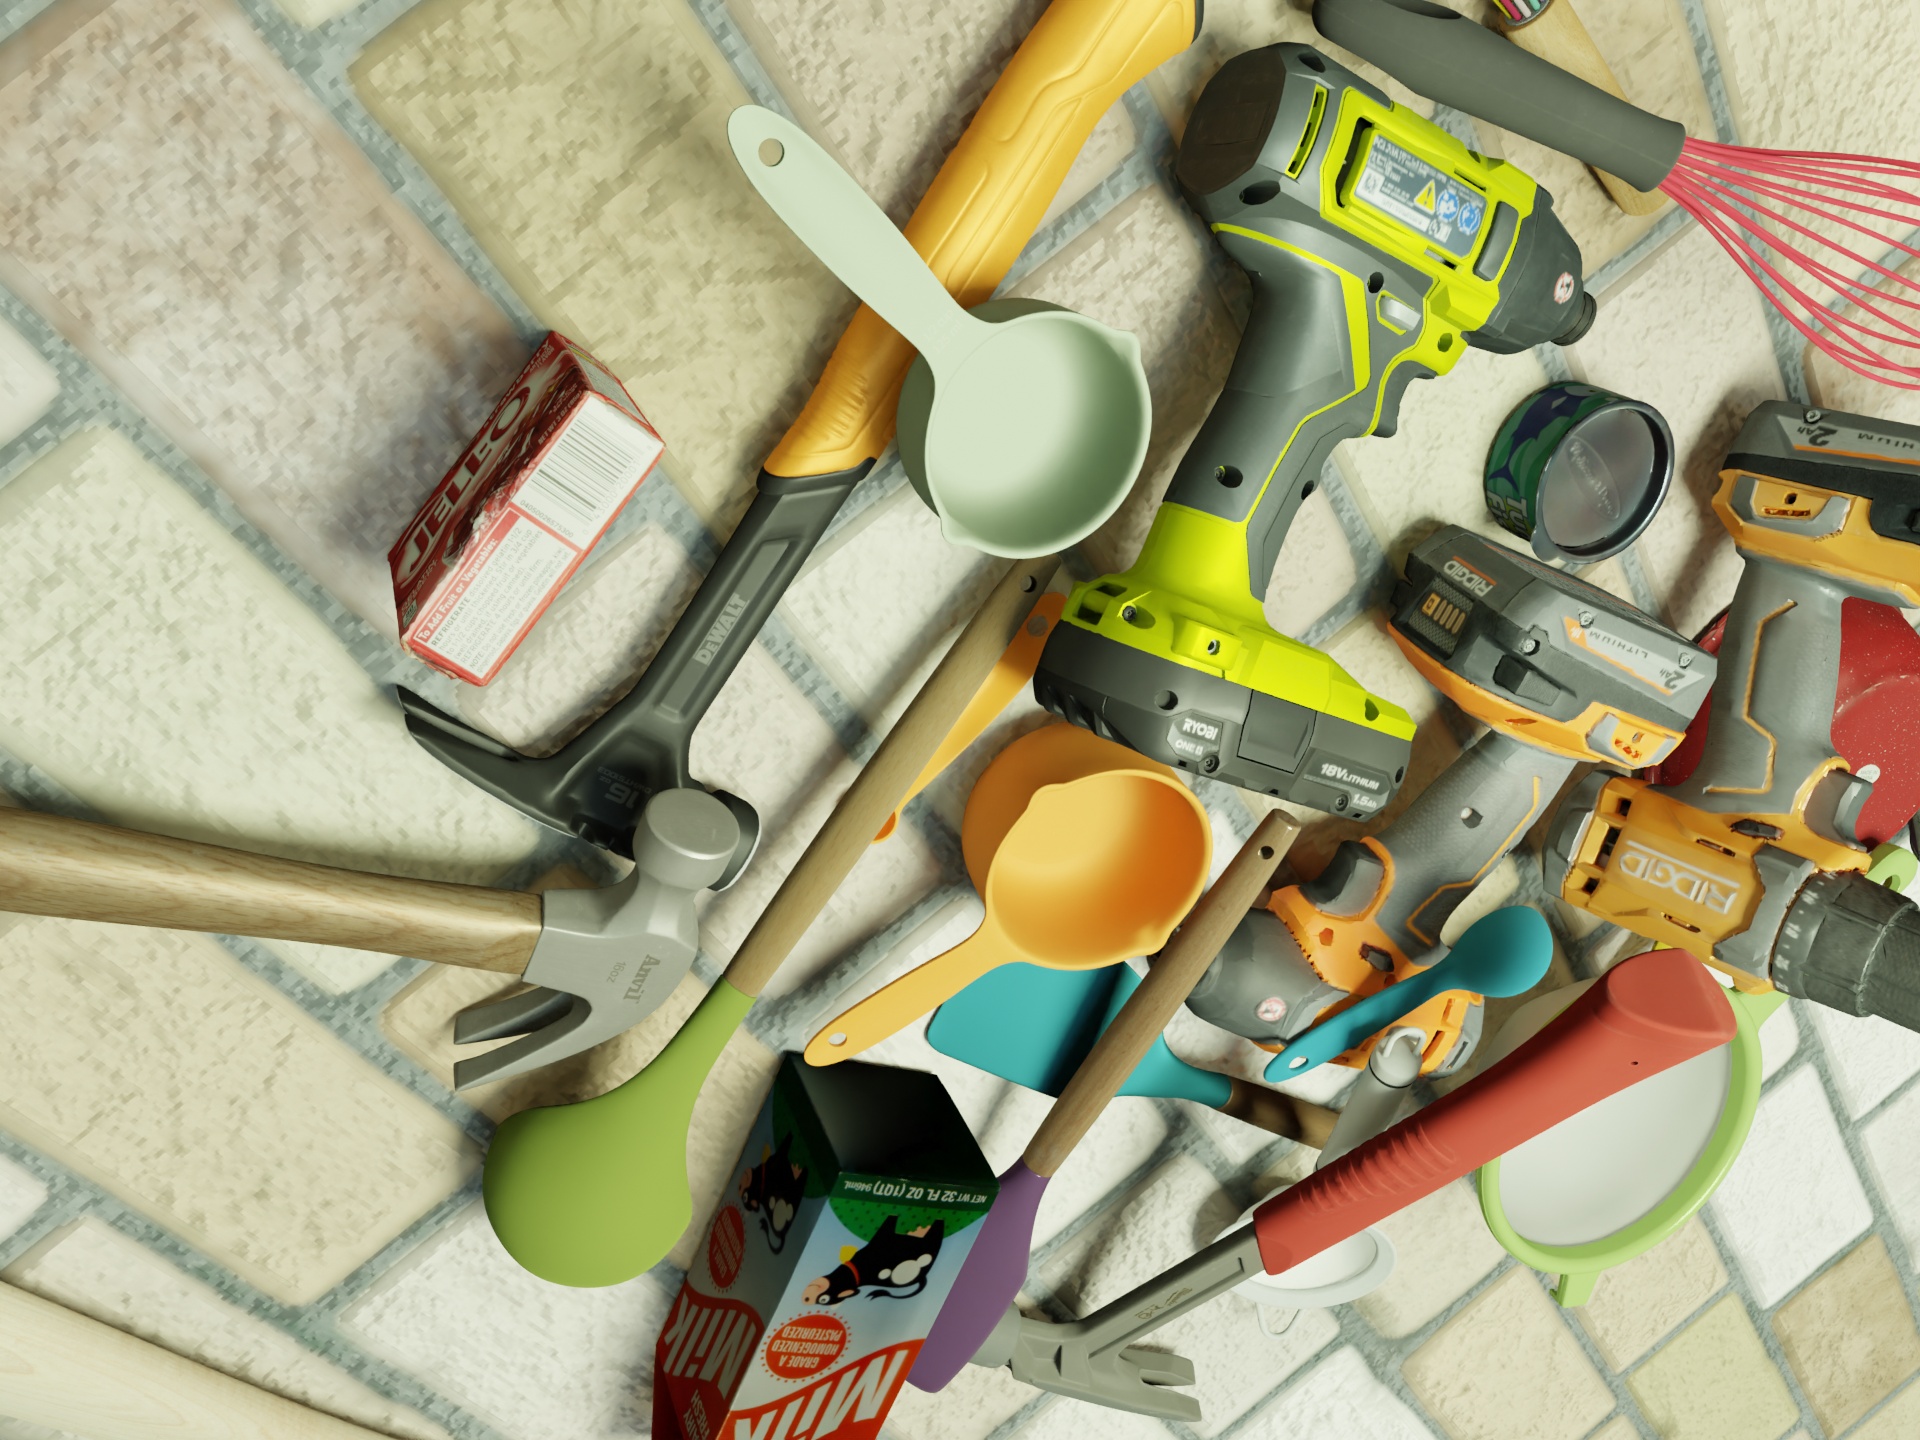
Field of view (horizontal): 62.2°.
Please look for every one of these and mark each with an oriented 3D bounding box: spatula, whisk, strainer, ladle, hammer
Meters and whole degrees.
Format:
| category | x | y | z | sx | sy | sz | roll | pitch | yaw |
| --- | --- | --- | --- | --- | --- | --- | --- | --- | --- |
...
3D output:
| category | x | y | z | sx | sy | sz | roll | pitch | yaw |
| --- | --- | --- | --- | --- | --- | --- | --- | --- | --- |
| spatula | 0.042 | 0.159 | 0.640 | 0.060 | 0.018 | 0.315 | 33 | 112 | 3 |
| whisk | 0.178 | -0.250 | 0.517 | 0.244 | 0.051 | 0.047 | 34 | 92 | -36 |
| spatula | 0.126 | 0.164 | 0.713 | 0.317 | 0.044 | 0.082 | 28 | 101 | -37 |
| strainer | 0.164 | 0.201 | 0.699 | 0.087 | 0.050 | 0.258 | 6 | 139 | 0 |
| ladle | -0.064 | 0.069 | 0.568 | 0.078 | 0.062 | 0.320 | 35 | 93 | -10 |
| hammer | -0.039 | -0.103 | 0.499 | 0.127 | 0.034 | 0.337 | 29 | 101 | -33 |
| hammer | -0.254 | 0.279 | 0.593 | 0.146 | 0.038 | 0.410 | -47 | 124 | 5 |
| hammer | 0.155 | 0.200 | 0.646 | 0.149 | 0.037 | 0.359 | 26 | 129 | -27 |
| whisk | 0.249 | -0.179 | 0.529 | 0.295 | 0.073 | 0.073 | 19 | 107 | -10 |
| hammer | -0.242 | 0.049 | 0.472 | 0.331 | 0.031 | 0.130 | 12 | 128 | -23 |
| strainer | 0.320 | 0.135 | 0.726 | 0.256 | 0.069 | 0.151 | -40 | 118 | -6 |

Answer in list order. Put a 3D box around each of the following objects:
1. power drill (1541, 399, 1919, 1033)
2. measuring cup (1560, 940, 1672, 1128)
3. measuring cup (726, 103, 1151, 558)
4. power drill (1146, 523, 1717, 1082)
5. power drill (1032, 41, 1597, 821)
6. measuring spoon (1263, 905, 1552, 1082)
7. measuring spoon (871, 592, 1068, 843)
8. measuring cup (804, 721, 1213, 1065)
| category | x | y | z | sx | sy | sz | roll | pitch | yaw |
| --- | --- | --- | --- | --- | --- | --- | --- | --- | --- |
| power drill | 0.354 | 0.004 | 0.626 | 0.084 | 0.185 | 0.226 | 14 | 100 | -43 |
| measuring cup | 0.330 | 0.129 | 0.788 | 0.062 | 0.029 | 0.156 | 33 | 86 | -25 |
| measuring cup | -0.011 | -0.115 | 0.462 | 0.083 | 0.038 | 0.167 | -47 | 125 | 3 |
| power drill | 0.180 | 0.042 | 0.642 | 0.164 | 0.084 | 0.226 | 16 | 112 | -30 |
| power drill | 0.127 | -0.087 | 0.543 | 0.171 | 0.080 | 0.223 | 16 | 97 | -31 |
| measuring spoon | 0.180 | 0.116 | 0.630 | 0.128 | 0.021 | 0.042 | -29 | 128 | 0 |
| measuring spoon | -0.001 | -0.002 | 0.582 | 0.021 | 0.011 | 0.117 | 41 | 91 | -16 |
| measuring cup | 0.009 | 0.067 | 0.597 | 0.173 | 0.052 | 0.095 | -34 | 124 | 5 |
